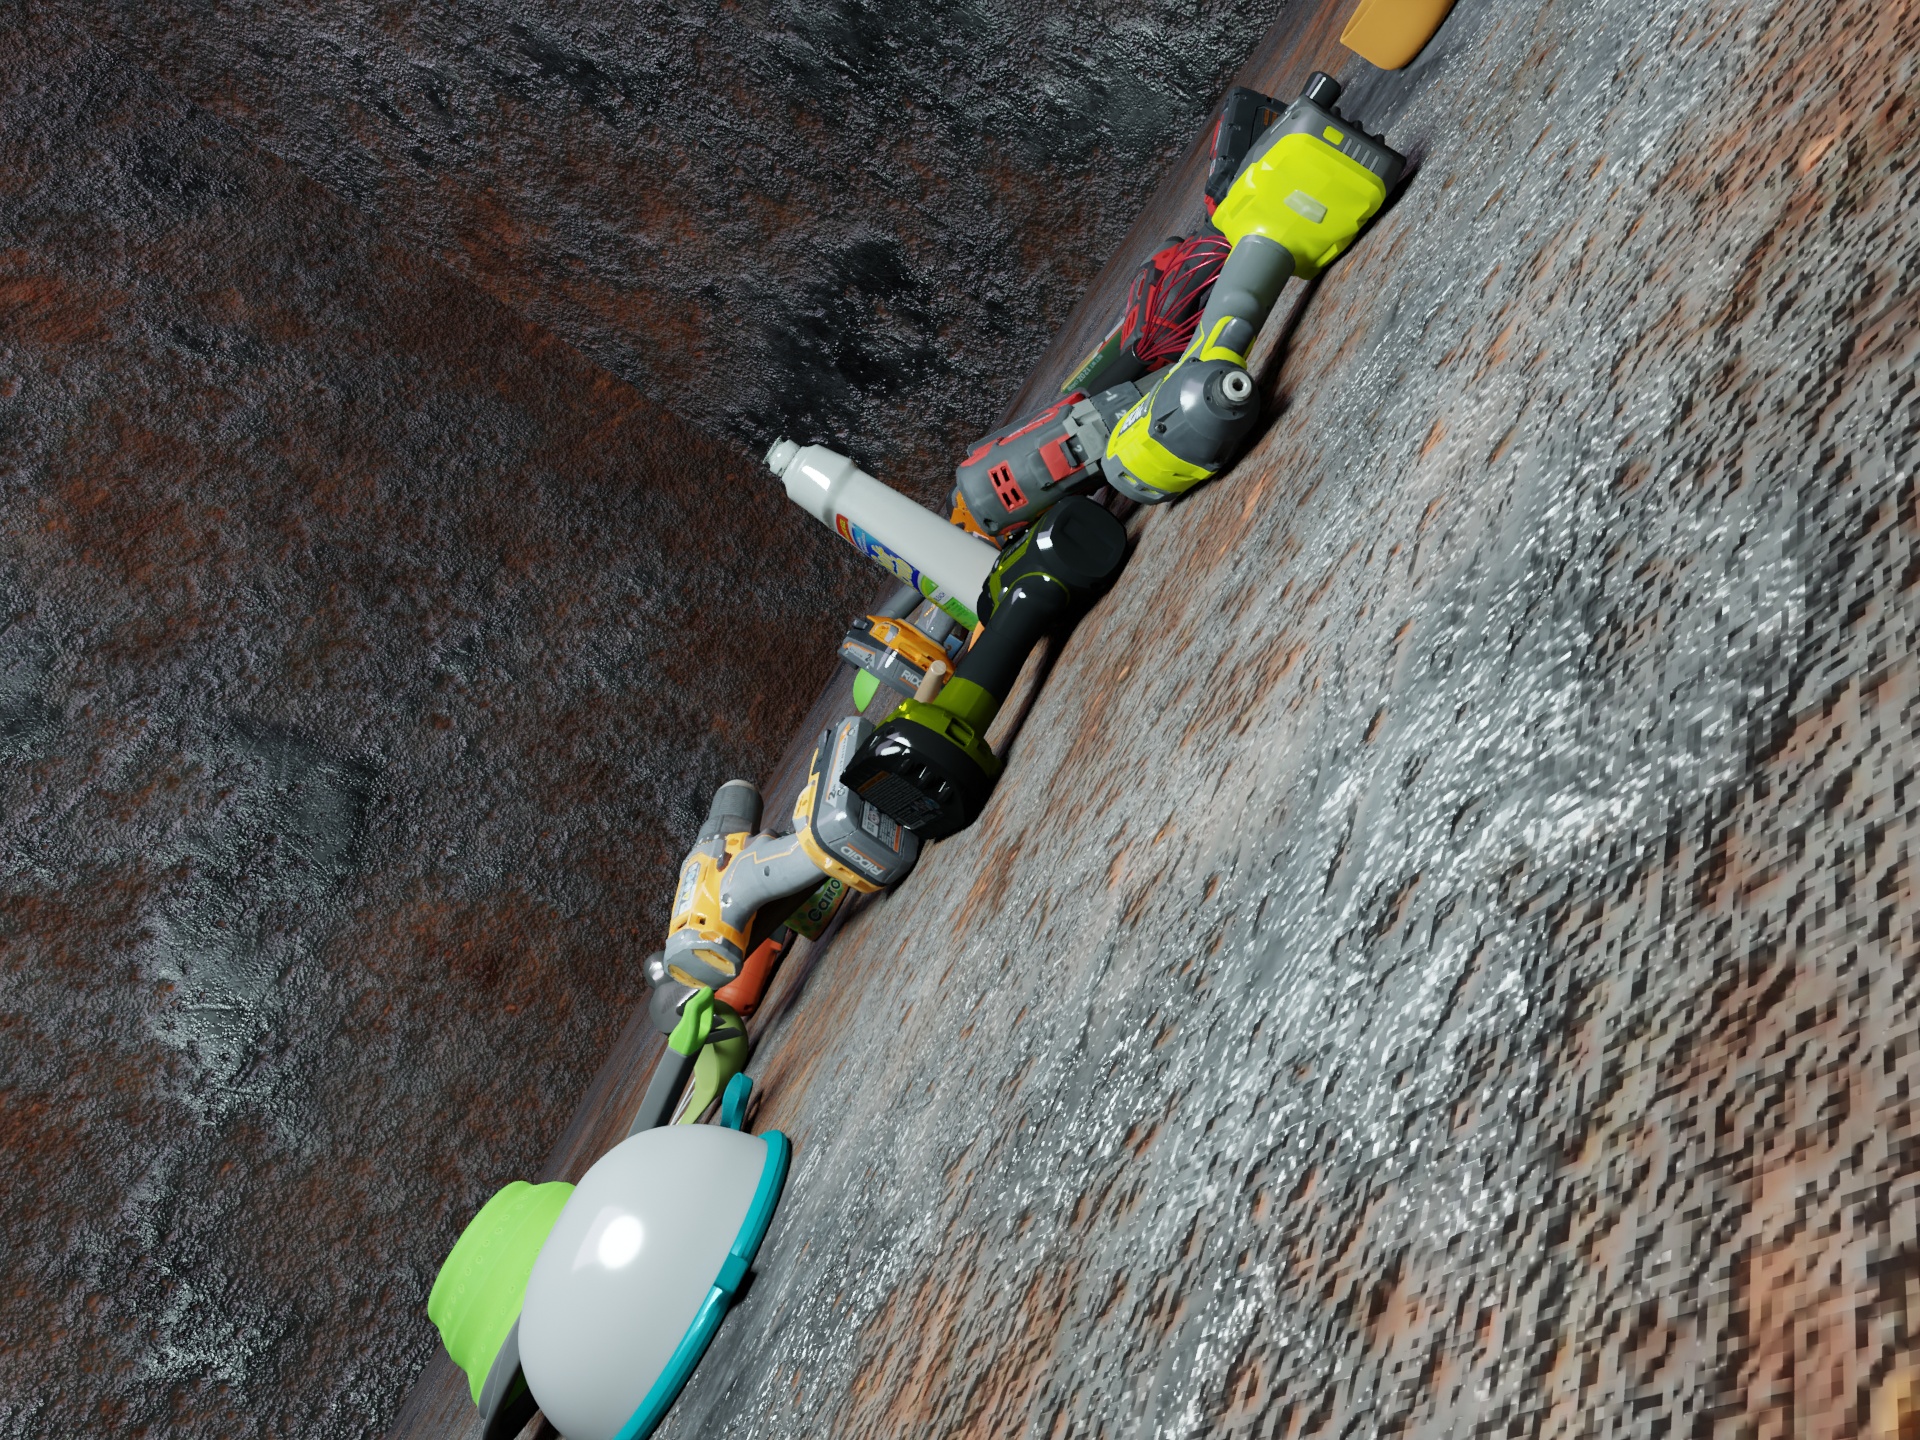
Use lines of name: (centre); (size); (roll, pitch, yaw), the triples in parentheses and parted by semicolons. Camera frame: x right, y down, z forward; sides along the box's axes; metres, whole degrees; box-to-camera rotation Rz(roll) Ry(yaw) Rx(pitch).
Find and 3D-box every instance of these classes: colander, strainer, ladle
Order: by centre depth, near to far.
strainer: (-0.191, 0.293, 0.978); (0.211, 0.095, 0.340); (-56, 9, 15)
colander: (-0.278, 0.331, 1.112); (0.397, 0.094, 0.204); (-64, -8, 20)
ladle: (-0.263, 0.373, 1.282); (0.320, 0.062, 0.078); (-61, 27, -8)

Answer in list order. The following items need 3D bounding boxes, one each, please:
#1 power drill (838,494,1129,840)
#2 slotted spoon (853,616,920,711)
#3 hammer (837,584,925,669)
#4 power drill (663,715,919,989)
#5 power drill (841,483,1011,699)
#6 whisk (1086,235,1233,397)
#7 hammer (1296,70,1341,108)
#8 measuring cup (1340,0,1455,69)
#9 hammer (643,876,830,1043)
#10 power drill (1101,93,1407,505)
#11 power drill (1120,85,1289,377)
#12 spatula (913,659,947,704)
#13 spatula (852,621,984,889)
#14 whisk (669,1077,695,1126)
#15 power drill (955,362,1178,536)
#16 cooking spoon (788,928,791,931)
power drill: (0.014, -0.035, 1.087); (0.228, 0.080, 0.190); (-57, 8, -20)
slotted spoon: (-0.033, -0.110, 1.707); (0.314, 0.031, 0.070); (-50, -3, -44)
hammer: (0.015, -0.200, 1.655); (0.409, 0.036, 0.149); (-44, 8, 16)
power drill: (-0.129, 0.084, 1.199); (0.226, 0.084, 0.186); (-34, 33, 32)
power drill: (-0.017, -0.134, 1.532); (0.226, 0.084, 0.164); (-56, 29, 0)
whisk: (0.153, -0.297, 1.246); (0.073, 0.073, 0.296); (-60, 11, -21)
hammer: (0.241, -0.450, 1.486); (0.334, 0.035, 0.146); (-54, 8, 25)
measuring cup: (0.348, -0.553, 1.148); (0.173, 0.052, 0.095); (-53, 8, 17)
hammer: (-0.123, 0.127, 1.247); (0.331, 0.031, 0.130); (-45, 34, 7)
power drill: (0.171, -0.244, 0.941); (0.223, 0.080, 0.171); (-63, 7, -9)
power drill: (0.200, -0.390, 1.285); (0.219, 0.078, 0.143); (128, 160, -57)
spatula: (-0.047, 0.018, 1.364); (0.060, 0.018, 0.315); (-62, 0, -25)
spatula: (-0.002, -0.004, 1.274); (0.322, 0.041, 0.081); (-62, 7, 0)
whisk: (-0.253, 0.356, 1.342); (0.246, 0.059, 0.057); (-64, -28, -20)
power drill: (0.087, -0.201, 1.165); (0.188, 0.080, 0.227); (-28, 7, 4)
cooking spoon: (-0.121, 0.127, 1.425); (0.318, 0.017, 0.069); (126, 159, -63)
